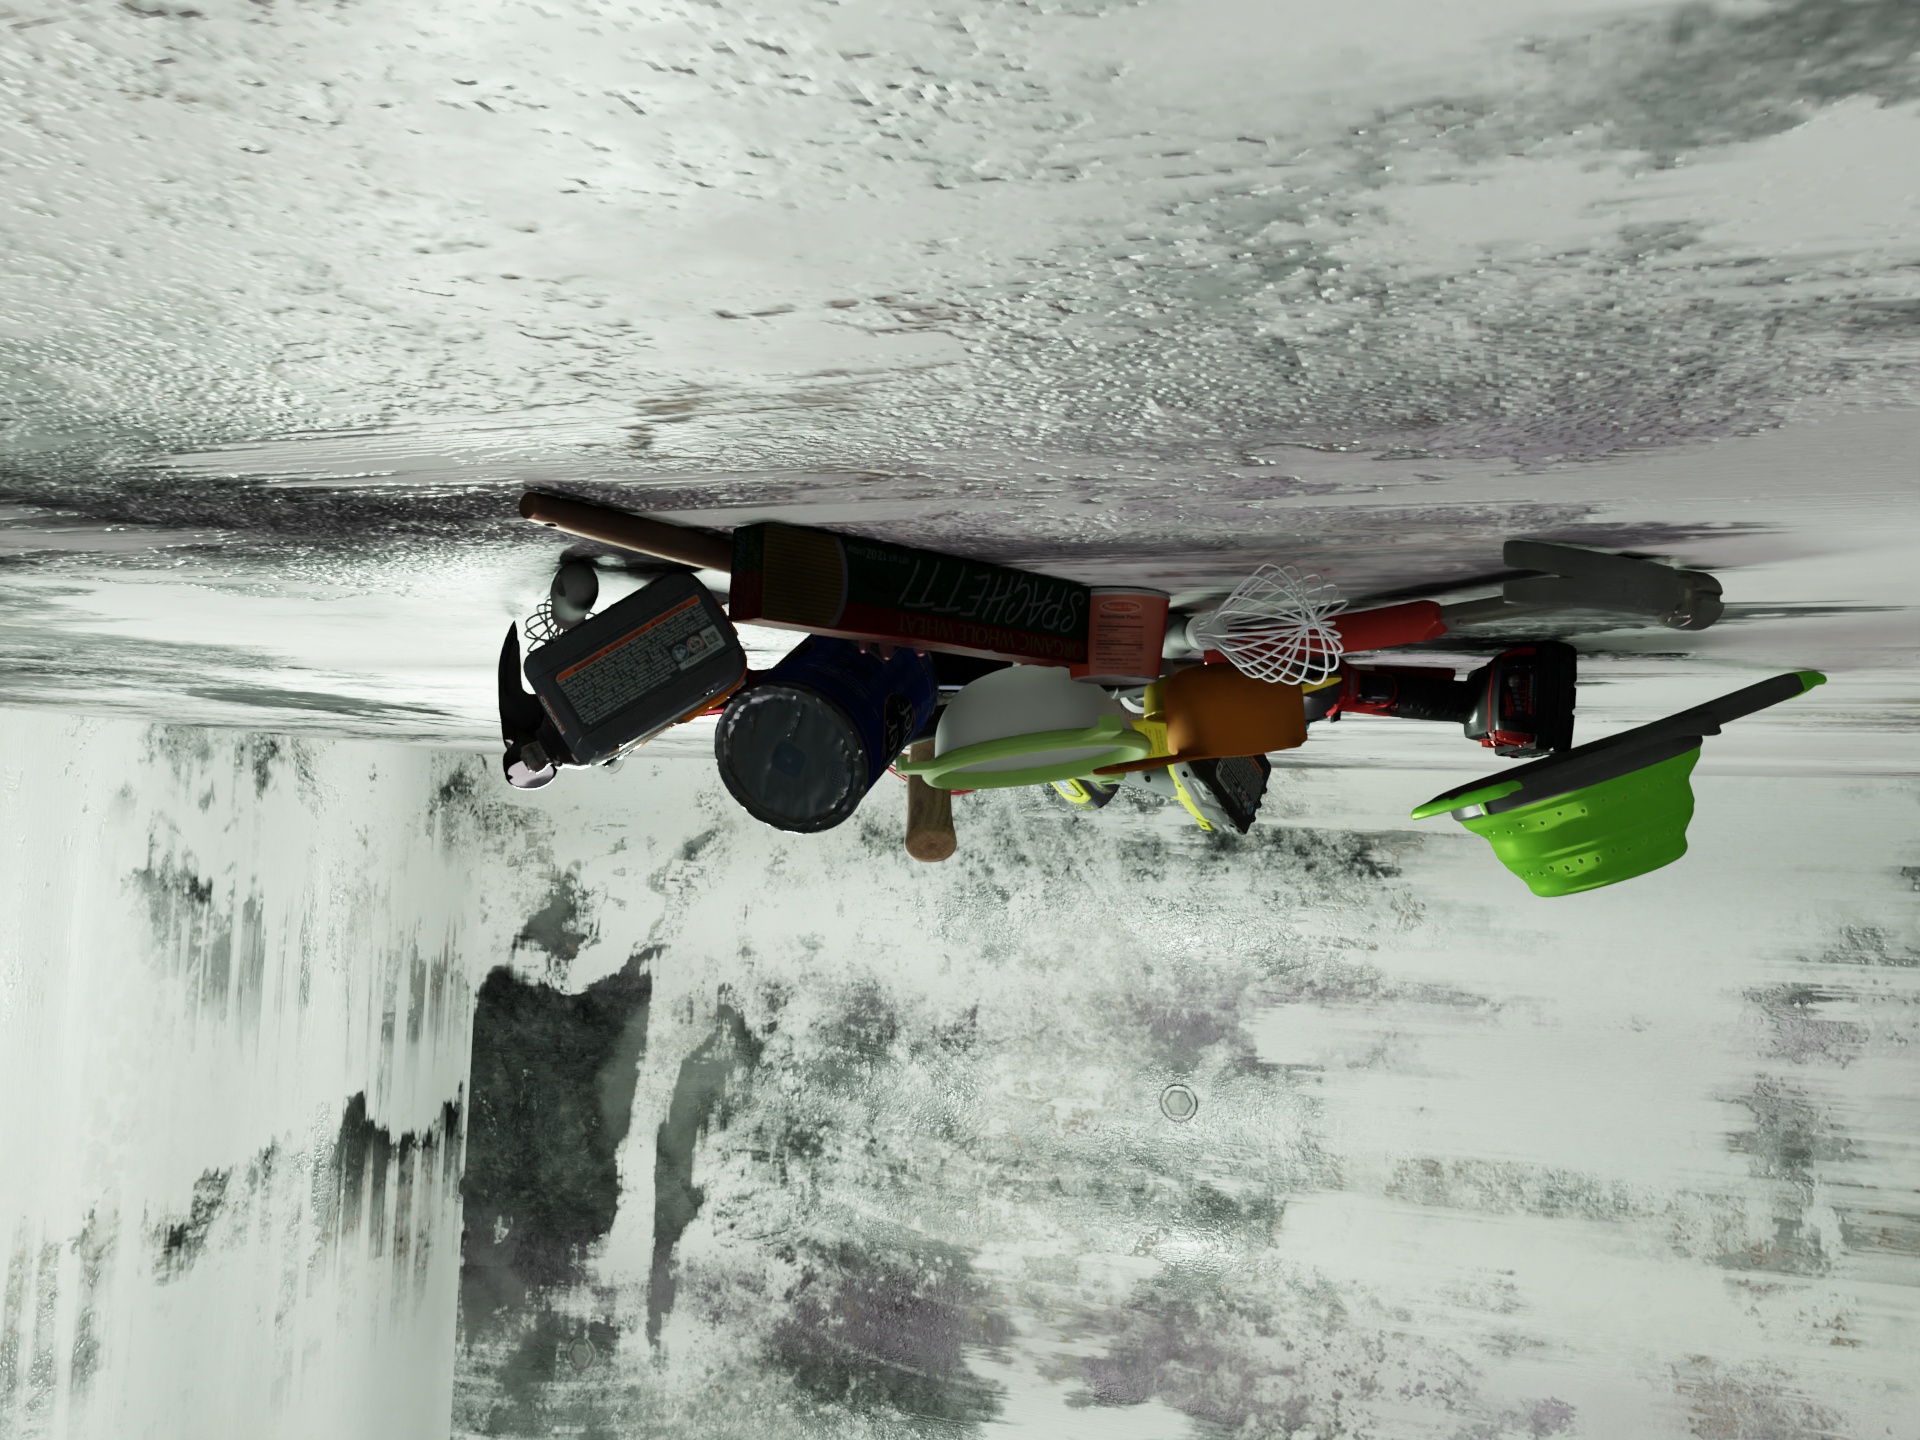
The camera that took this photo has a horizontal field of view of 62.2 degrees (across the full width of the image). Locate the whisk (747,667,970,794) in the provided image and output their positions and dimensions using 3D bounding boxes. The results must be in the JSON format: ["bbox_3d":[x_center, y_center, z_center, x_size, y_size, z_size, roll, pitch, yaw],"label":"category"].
[{"bbox_3d":[-0.106,-0.002,1.414,0.295,0.073,0.073,20,171,-14],"label":"whisk"}]

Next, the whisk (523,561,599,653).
[{"bbox_3d":[-0.251,-0.066,1.017,0.055,0.055,0.239,3,172,-16],"label":"whisk"}]

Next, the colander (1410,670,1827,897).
[{"bbox_3d":[0.521,0.049,1.178,0.397,0.094,0.204,-16,174,-27],"label":"colander"}]

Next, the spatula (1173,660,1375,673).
[{"bbox_3d":[0.188,-0.041,1.334,0.316,0.018,0.059,1,179,28],"label":"spatula"}]

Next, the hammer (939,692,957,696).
[{"bbox_3d":[-0.028,-0.033,1.440,0.128,0.033,0.331,1,176,-1],"label":"hammer"}]

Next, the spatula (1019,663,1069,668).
[{"bbox_3d":[0.068,-0.054,1.193,0.081,0.041,0.322,0,172,8],"label":"spatula"}]

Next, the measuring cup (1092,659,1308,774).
[{"bbox_3d":[0.140,-0.003,0.971,0.173,0.052,0.095,-11,-171,-41],"label":"measuring cup"}]

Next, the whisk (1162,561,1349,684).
[{"bbox_3d":[0.156,-0.055,0.945,0.070,0.070,0.284,3,-179,-10],"label":"whisk"}]

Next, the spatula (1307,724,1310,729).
[{"bbox_3d":[0.306,-0.012,1.415,0.082,0.044,0.317,4,180,-1],"label":"spatula"}]

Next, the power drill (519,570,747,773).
[{"bbox_3d":[-0.217,-0.018,1.026,0.164,0.084,0.226,-32,-179,-10],"label":"power drill"}]

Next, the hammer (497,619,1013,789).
[{"bbox_3d":[-0.150,-0.035,1.206,0.386,0.143,0.038,-7,140,-12],"label":"hammer"}]

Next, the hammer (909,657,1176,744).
[{"bbox_3d":[-0.002,-0.004,1.163,0.334,0.035,0.146,-12,169,-6],"label":"hammer"}]

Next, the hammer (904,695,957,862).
[{"bbox_3d":[-0.022,0.036,1.220,0.130,0.031,0.331,-6,-163,-1],"label":"hammer"}]

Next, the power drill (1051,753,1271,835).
[{"bbox_3d":[0.154,0.027,1.480,0.229,0.080,0.190,9,154,38],"label":"power drill"}]

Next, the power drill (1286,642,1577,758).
[{"bbox_3d":[0.333,-0.021,1.182,0.219,0.078,0.143,4,176,4],"label":"power drill"}]

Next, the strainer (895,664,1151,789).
[{"bbox_3d":[0.066,0.005,1.092,0.151,0.069,0.256,-12,170,21],"label":"strainer"}]

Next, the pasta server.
[{"bbox_3d":[-0.107,-0.076,0.854,0.060,0.040,0.316,-15,166,33],"label":"pasta server"}]

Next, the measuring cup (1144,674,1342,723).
[{"bbox_3d":[0.189,-0.024,1.069,0.062,0.029,0.156,8,164,-42],"label":"measuring cup"}]

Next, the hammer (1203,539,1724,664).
[{"bbox_3d":[0.254,-0.058,0.950,0.149,0.037,0.359,4,175,-27],"label":"hammer"}]
